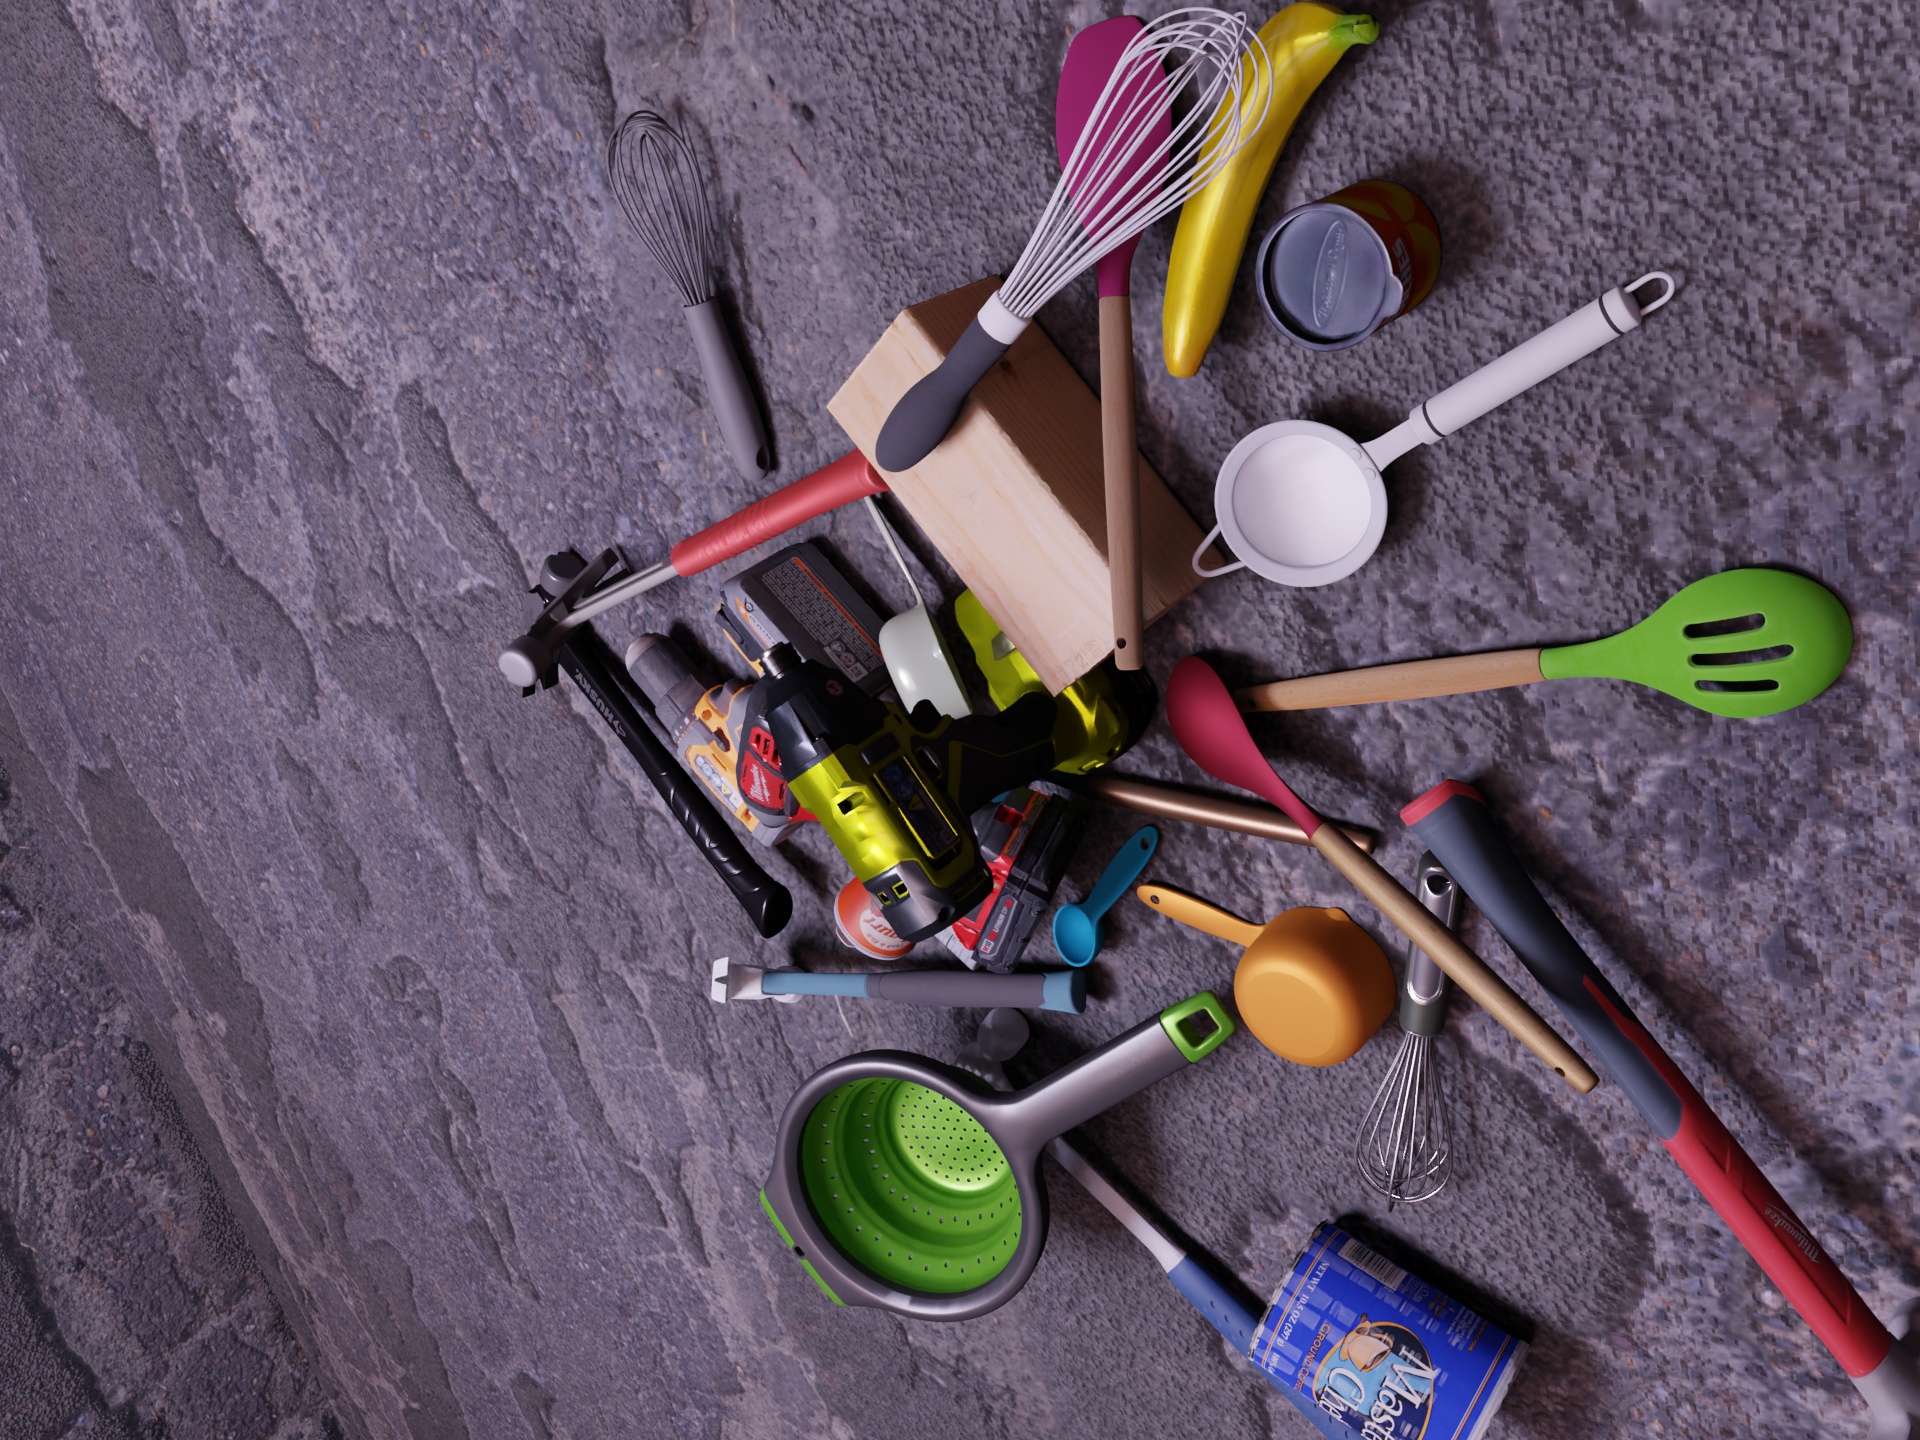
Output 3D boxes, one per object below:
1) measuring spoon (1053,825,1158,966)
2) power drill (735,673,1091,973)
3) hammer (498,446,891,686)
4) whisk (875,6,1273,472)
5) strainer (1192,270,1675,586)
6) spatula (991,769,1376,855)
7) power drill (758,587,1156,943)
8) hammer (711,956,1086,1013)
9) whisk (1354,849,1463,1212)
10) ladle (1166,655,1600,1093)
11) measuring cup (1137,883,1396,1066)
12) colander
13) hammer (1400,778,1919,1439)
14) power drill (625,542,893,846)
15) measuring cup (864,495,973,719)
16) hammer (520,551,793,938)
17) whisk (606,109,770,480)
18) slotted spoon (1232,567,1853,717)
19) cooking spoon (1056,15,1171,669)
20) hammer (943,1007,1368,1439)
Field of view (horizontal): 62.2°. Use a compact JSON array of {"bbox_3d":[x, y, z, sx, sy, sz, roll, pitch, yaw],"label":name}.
[{"bbox_3d":[0.100,0.111,1.030,0.042,0.021,0.128,58,133,31],"label":"measuring spoon"},{"bbox_3d":[-0.041,0.062,0.999,0.219,0.079,0.143,28,144,5],"label":"power drill"},{"bbox_3d":[-0.159,-0.120,1.052,0.359,0.149,0.036,-20,116,37],"label":"hammer"},{"bbox_3d":[0.040,-0.214,0.752,0.070,0.070,0.284,49,126,6],"label":"whisk"},{"bbox_3d":[0.216,-0.136,0.753,0.258,0.050,0.087,-30,100,42],"label":"strainer"},{"bbox_3d":[0.098,0.054,0.973,0.318,0.044,0.082,10,137,36],"label":"spatula"},{"bbox_3d":[-0.001,-0.003,0.892,0.080,0.223,0.171,-33,92,47],"label":"power drill"},{"bbox_3d":[-0.049,0.194,1.164,0.331,0.128,0.033,-5,77,35],"label":"hammer"},{"bbox_3d":[0.261,0.180,0.906,0.058,0.059,0.246,11,118,23],"label":"whisk"},{"bbox_3d":[0.209,0.076,0.838,0.316,0.031,0.069,47,153,30],"label":"ladle"},{"bbox_3d":[0.171,0.146,0.958,0.174,0.052,0.095,22,128,28],"label":"measuring cup"},{"bbox_3d":[0.035,0.271,1.094,0.397,0.094,0.204,-37,89,29],"label":"colander"},{"bbox_3d":[0.345,0.197,0.787,0.386,0.143,0.038,53,140,8],"label":"hammer"},{"bbox_3d":[-0.149,-0.030,1.117,0.185,0.084,0.226,48,142,8],"label":"power drill"},{"bbox_3d":[-0.043,-0.073,1.003,0.038,0.083,0.168,-26,83,4],"label":"measuring cup"},{"bbox_3d":[-0.241,0.033,1.243,0.335,0.035,0.146,50,138,15],"label":"hammer"},{"bbox_3d":[-0.166,-0.263,1.008,0.055,0.055,0.238,5,123,40],"label":"whisk"},{"bbox_3d":[0.266,-0.023,0.789,0.314,0.031,0.070,-7,109,45],"label":"slotted spoon"},{"bbox_3d":[0.078,-0.184,0.791,0.069,0.017,0.319,1,96,40],"label":"cooking spoon"},{"bbox_3d":[0.145,0.383,1.143,0.406,0.035,0.144,42,136,14],"label":"hammer"}]
